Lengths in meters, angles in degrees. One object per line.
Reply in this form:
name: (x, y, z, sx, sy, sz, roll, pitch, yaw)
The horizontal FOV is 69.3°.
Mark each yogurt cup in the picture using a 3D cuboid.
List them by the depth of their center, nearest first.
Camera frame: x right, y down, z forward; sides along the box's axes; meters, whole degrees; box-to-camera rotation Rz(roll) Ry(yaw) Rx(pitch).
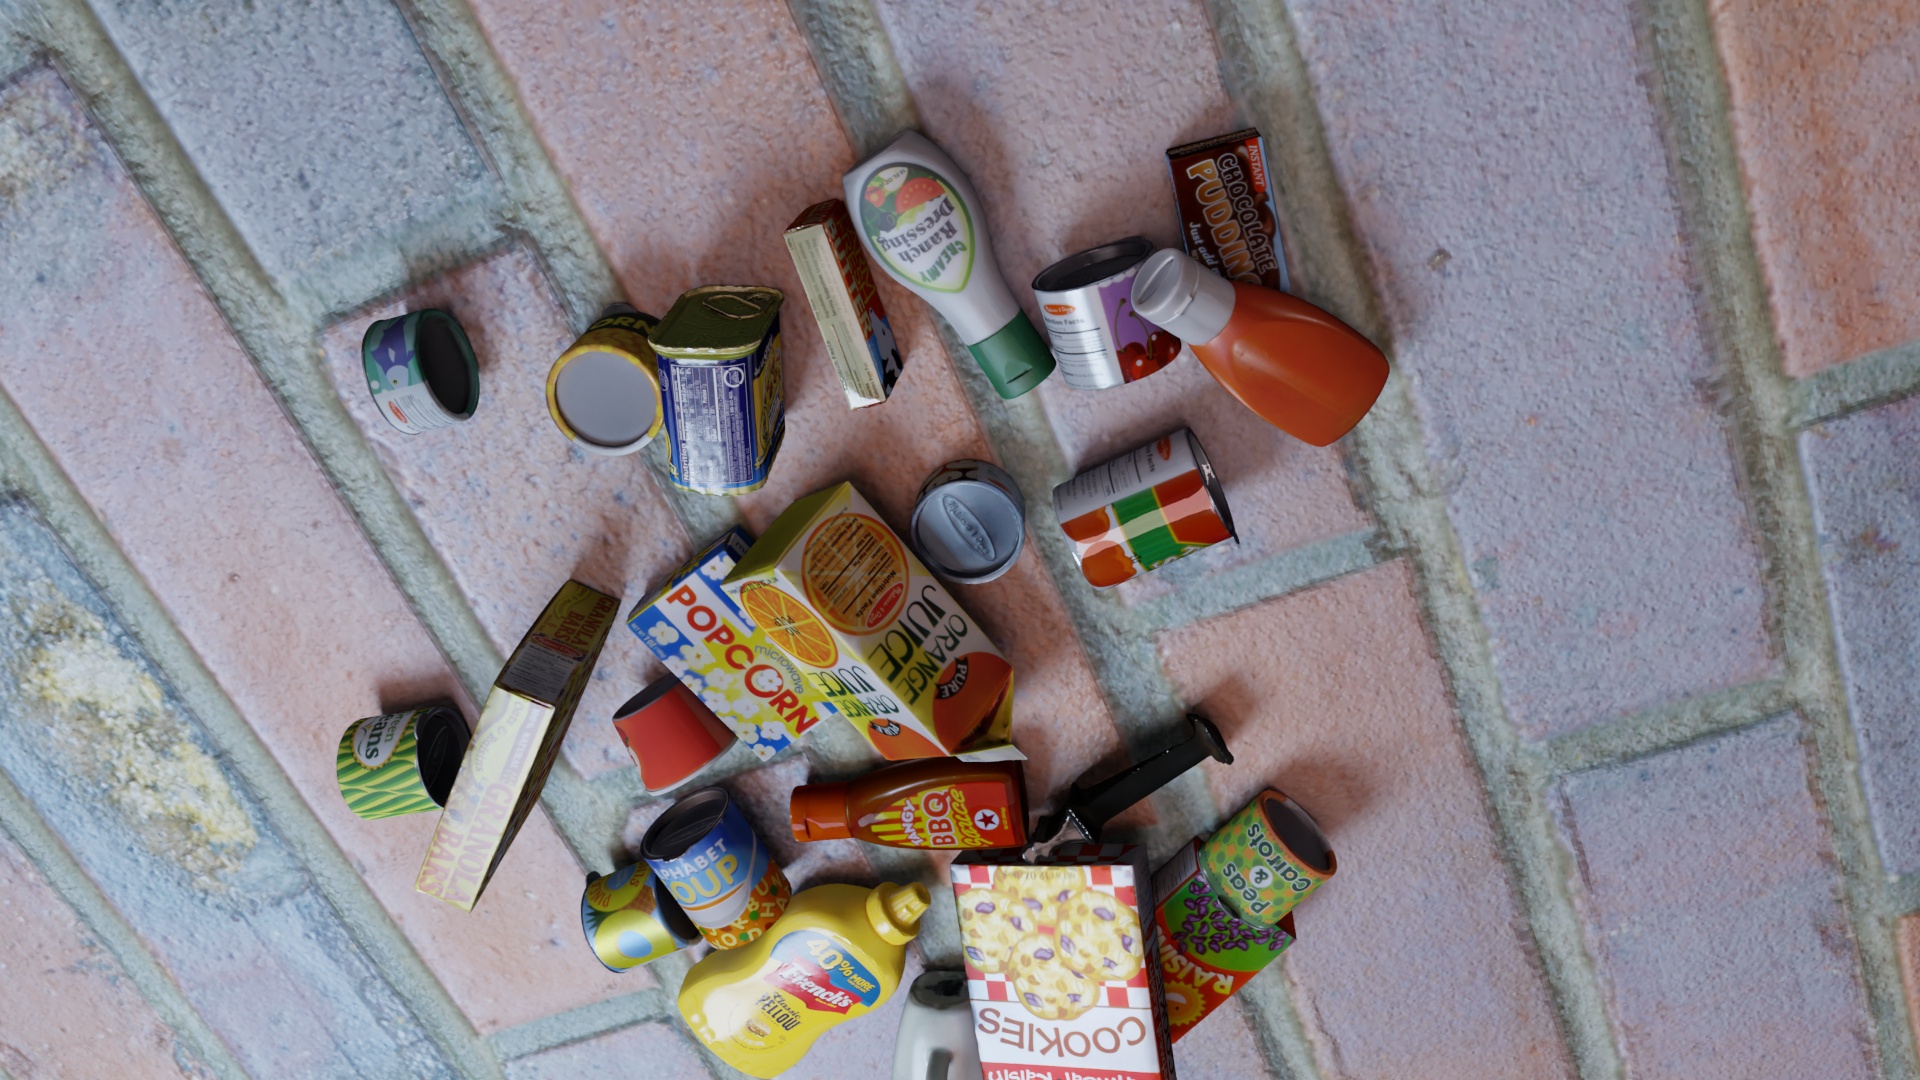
yogurt cup: (-0.179, 0.117, 0.865, 0.072, 0.072, 0.054, -28, 102, 17)

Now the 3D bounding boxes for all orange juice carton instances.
orange juice carton: (-0.040, 0.064, 0.807, 0.192, 0.073, 0.071, 49, 148, -17)

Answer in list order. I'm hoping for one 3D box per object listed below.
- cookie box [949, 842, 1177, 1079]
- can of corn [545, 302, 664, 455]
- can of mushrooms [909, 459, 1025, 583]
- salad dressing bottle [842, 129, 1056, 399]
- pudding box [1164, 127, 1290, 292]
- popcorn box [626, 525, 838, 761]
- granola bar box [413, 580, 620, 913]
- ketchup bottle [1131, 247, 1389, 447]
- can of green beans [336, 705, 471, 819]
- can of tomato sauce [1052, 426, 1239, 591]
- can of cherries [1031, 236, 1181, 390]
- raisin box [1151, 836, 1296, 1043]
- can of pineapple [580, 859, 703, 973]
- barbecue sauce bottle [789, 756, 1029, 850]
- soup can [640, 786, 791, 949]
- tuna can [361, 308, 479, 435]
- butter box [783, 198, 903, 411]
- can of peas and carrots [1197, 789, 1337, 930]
cookie box: (0.067, 0.280, 0.897, 0.123, 0.040, 0.167, -5, 99, 22)
can of corn: (-0.189, -0.089, 0.769, 0.071, 0.058, 0.070, 2, 116, 4)
can of mushrooms: (0.003, -0.010, 0.805, 0.071, 0.033, 0.070, 2, 116, 3)
salad dressing bottle: (-0.003, -0.143, 0.736, 0.064, 0.044, 0.147, -31, 110, 16)
pudding box: (0.139, -0.166, 0.721, 0.049, 0.030, 0.083, -12, 114, 9)
popcorn box: (-0.128, 0.064, 0.848, 0.085, 0.038, 0.126, -36, 108, 19)
granola bar box: (-0.267, 0.122, 0.839, 0.039, 0.125, 0.164, 25, 115, -7)
ketchup bottle: (0.152, -0.102, 0.713, 0.149, 0.044, 0.064, 23, 115, -33)
can of green beans: (-0.354, 0.142, 0.889, 0.058, 0.071, 0.071, -9, 114, 10)
can of tomato sauce: (0.103, -0.015, 0.776, 0.083, 0.071, 0.071, -24, 111, 16)
can of cherries: (0.079, -0.120, 0.730, 0.071, 0.072, 0.058, -16, 114, 12)
raisin box: (0.148, 0.266, 0.921, 0.086, 0.040, 0.123, 36, 112, -12)
can of pineapple: (-0.211, 0.246, 0.927, 0.058, 0.071, 0.071, -24, 111, 15)
barbecue sauce bottle: (-0.033, 0.169, 0.888, 0.148, 0.044, 0.064, -6, 116, 8)
soup can: (-0.159, 0.215, 0.904, 0.071, 0.072, 0.083, -24, 112, 15)
tuna can: (-0.299, -0.096, 0.773, 0.033, 0.071, 0.070, -12, 114, 9)
butter box: (-0.061, -0.127, 0.744, 0.024, 0.053, 0.103, -14, 113, 14)
can of peas and carrots: (0.191, 0.200, 0.868, 0.071, 0.071, 0.058, 37, 112, -13)
